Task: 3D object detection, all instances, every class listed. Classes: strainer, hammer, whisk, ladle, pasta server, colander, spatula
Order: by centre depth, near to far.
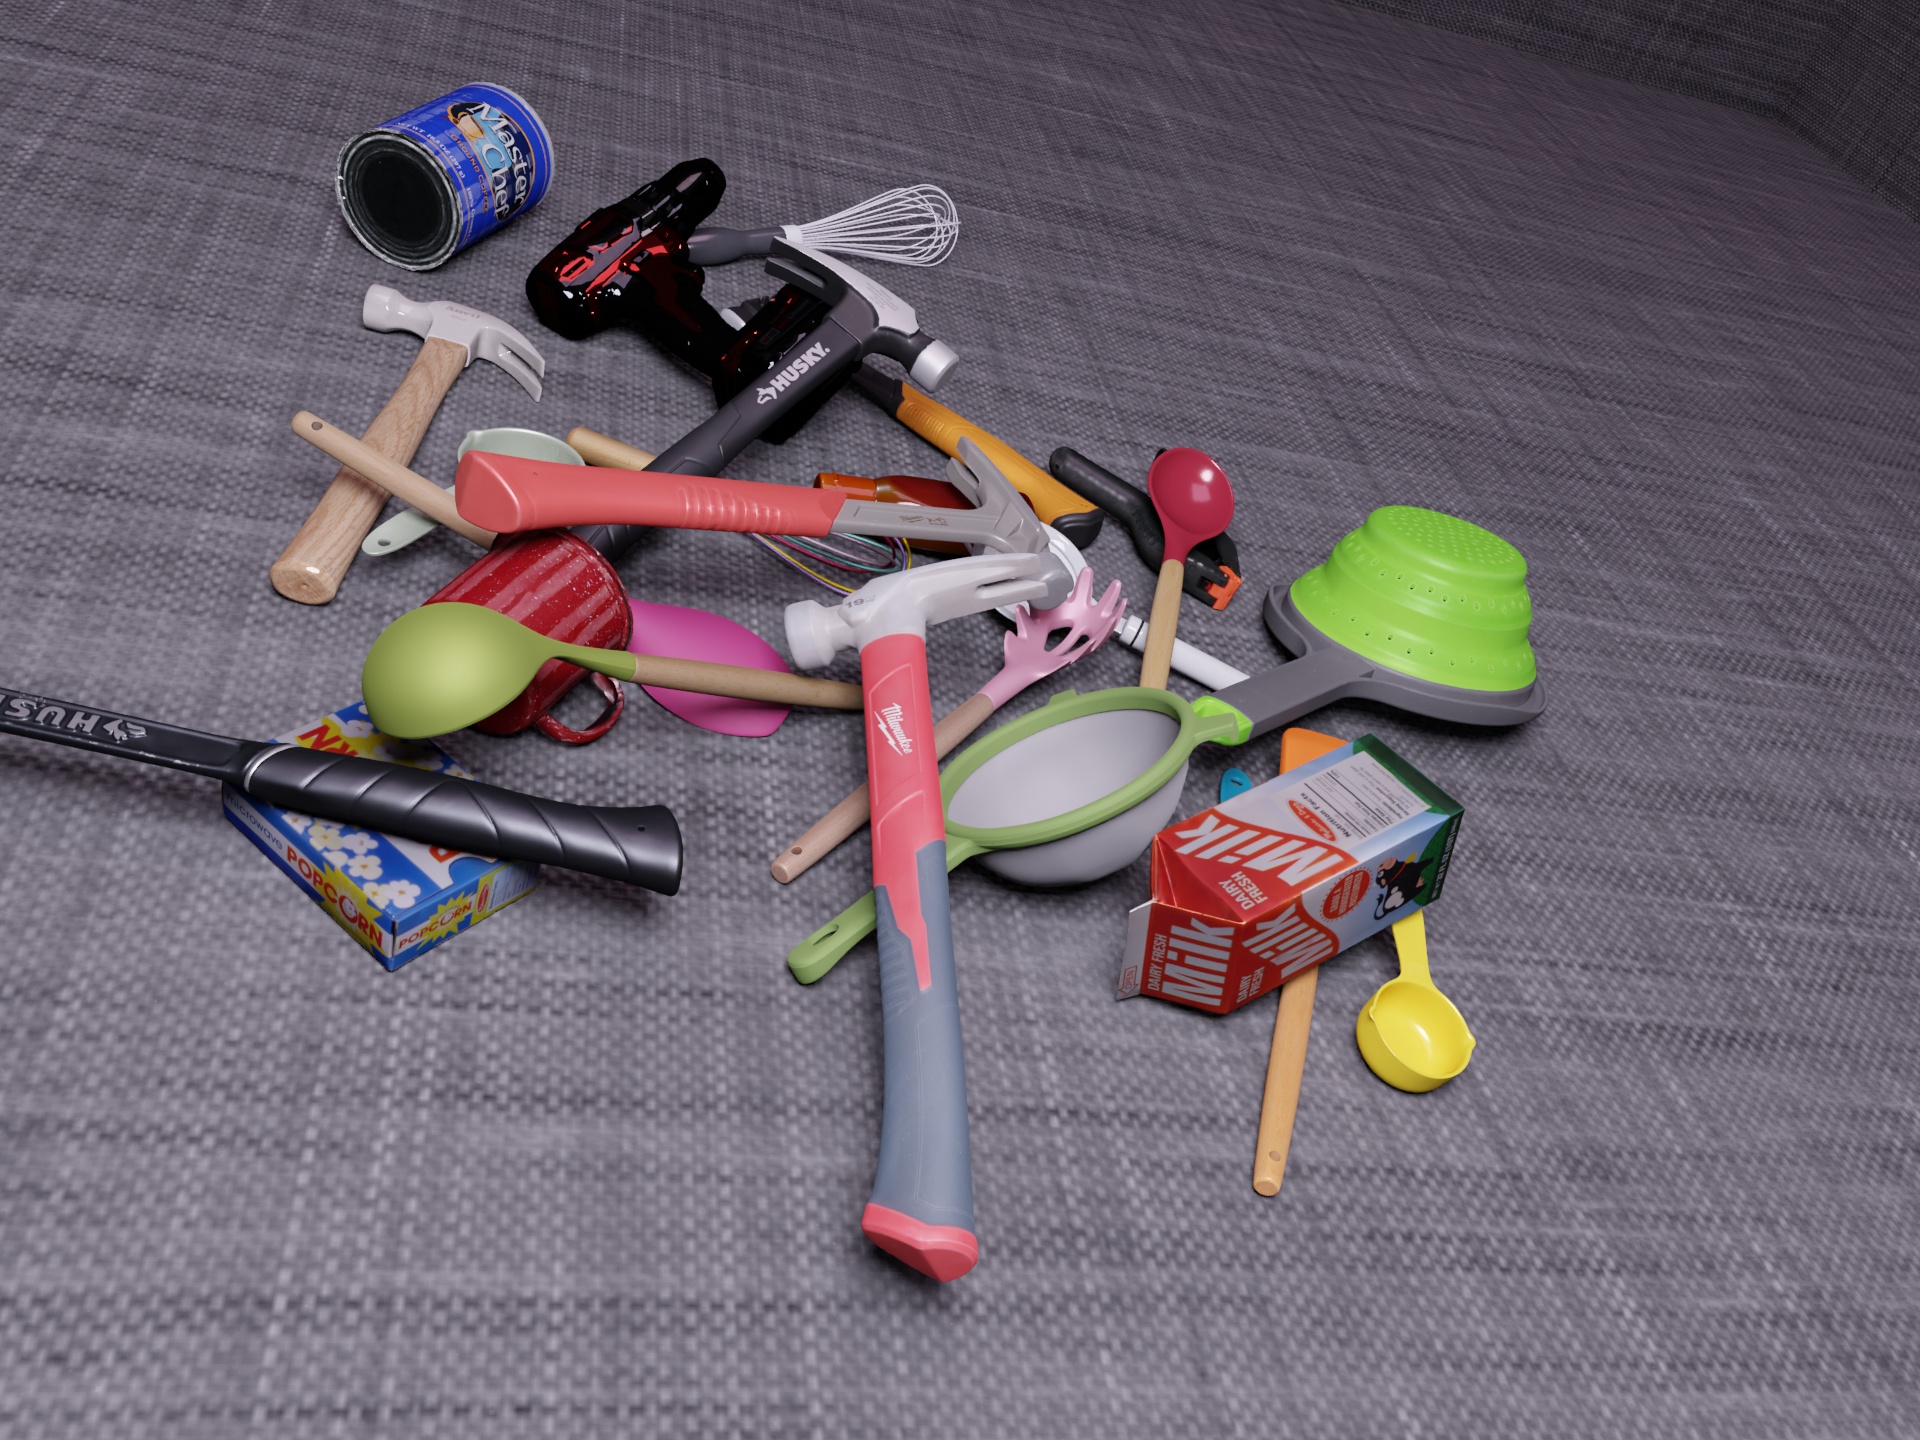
[{"bbox_3d":[-0.322,0.019,0.695,0.409,0.036,0.149,13,40,-8],"label":"hammer"},{"bbox_3d":[-0.009,0.066,0.742,0.143,0.038,0.387,-13,46,7],"label":"hammer"},{"bbox_3d":[-0.152,-0.013,0.812,0.078,0.062,0.320,20,8,38],"label":"ladle"},{"bbox_3d":[0.024,0.074,0.822,0.256,0.069,0.151,-35,24,-26],"label":"strainer"},{"bbox_3d":[0.189,0.120,0.858,0.081,0.041,0.323,21,39,4],"label":"spatula"},{"bbox_3d":[-0.106,-0.125,0.900,0.359,0.036,0.149,0,42,-36],"label":"hammer"},{"bbox_3d":[-0.001,-0.003,0.907,0.060,0.040,0.316,27,43,24],"label":"pasta server"},{"bbox_3d":[-0.349,-0.176,0.987,0.130,0.031,0.332,13,39,-8],"label":"hammer"},{"bbox_3d":[-0.151,-0.184,1.001,0.146,0.035,0.335,40,59,4],"label":"hammer"},{"bbox_3d":[-0.143,-0.142,1.028,0.245,0.047,0.051,23,39,9],"label":"whisk"},{"bbox_3d":[0.267,-0.068,1.031,0.205,0.094,0.397,32,32,30],"label":"colander"},{"bbox_3d":[0.138,-0.085,1.039,0.069,0.031,0.316,28,40,-8],"label":"ladle"},{"bbox_3d":[0.103,-0.060,1.040,0.258,0.050,0.087,28,55,0],"label":"strainer"},{"bbox_3d":[-0.025,-0.231,1.195,0.337,0.034,0.127,38,42,21],"label":"hammer"},{"bbox_3d":[-0.119,-0.414,1.364,0.284,0.070,0.070,-17,50,-31],"label":"whisk"}]

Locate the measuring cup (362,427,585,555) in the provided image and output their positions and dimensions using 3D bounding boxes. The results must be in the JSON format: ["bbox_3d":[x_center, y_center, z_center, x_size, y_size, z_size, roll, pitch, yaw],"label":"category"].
[{"bbox_3d":[-0.291,-0.122,0.943,0.083,0.038,0.168,30,41,12],"label":"measuring cup"}]

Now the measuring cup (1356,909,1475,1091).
[{"bbox_3d":[0.237,0.130,0.860,0.062,0.029,0.157,17,45,-11],"label":"measuring cup"}]

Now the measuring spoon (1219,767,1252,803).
[{"bbox_3d":[0.159,0.066,0.934,0.042,0.021,0.129,19,29,1],"label":"measuring spoon"}]

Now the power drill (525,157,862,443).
[{"bbox_3d":[-0.177,-0.319,1.161,0.227,0.080,0.188,31,61,17],"label":"power drill"}]

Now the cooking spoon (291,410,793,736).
[{"bbox_3d":[-0.234,-0.086,0.892,0.319,0.017,0.069,31,62,-2],"label":"cooking spoon"}]
